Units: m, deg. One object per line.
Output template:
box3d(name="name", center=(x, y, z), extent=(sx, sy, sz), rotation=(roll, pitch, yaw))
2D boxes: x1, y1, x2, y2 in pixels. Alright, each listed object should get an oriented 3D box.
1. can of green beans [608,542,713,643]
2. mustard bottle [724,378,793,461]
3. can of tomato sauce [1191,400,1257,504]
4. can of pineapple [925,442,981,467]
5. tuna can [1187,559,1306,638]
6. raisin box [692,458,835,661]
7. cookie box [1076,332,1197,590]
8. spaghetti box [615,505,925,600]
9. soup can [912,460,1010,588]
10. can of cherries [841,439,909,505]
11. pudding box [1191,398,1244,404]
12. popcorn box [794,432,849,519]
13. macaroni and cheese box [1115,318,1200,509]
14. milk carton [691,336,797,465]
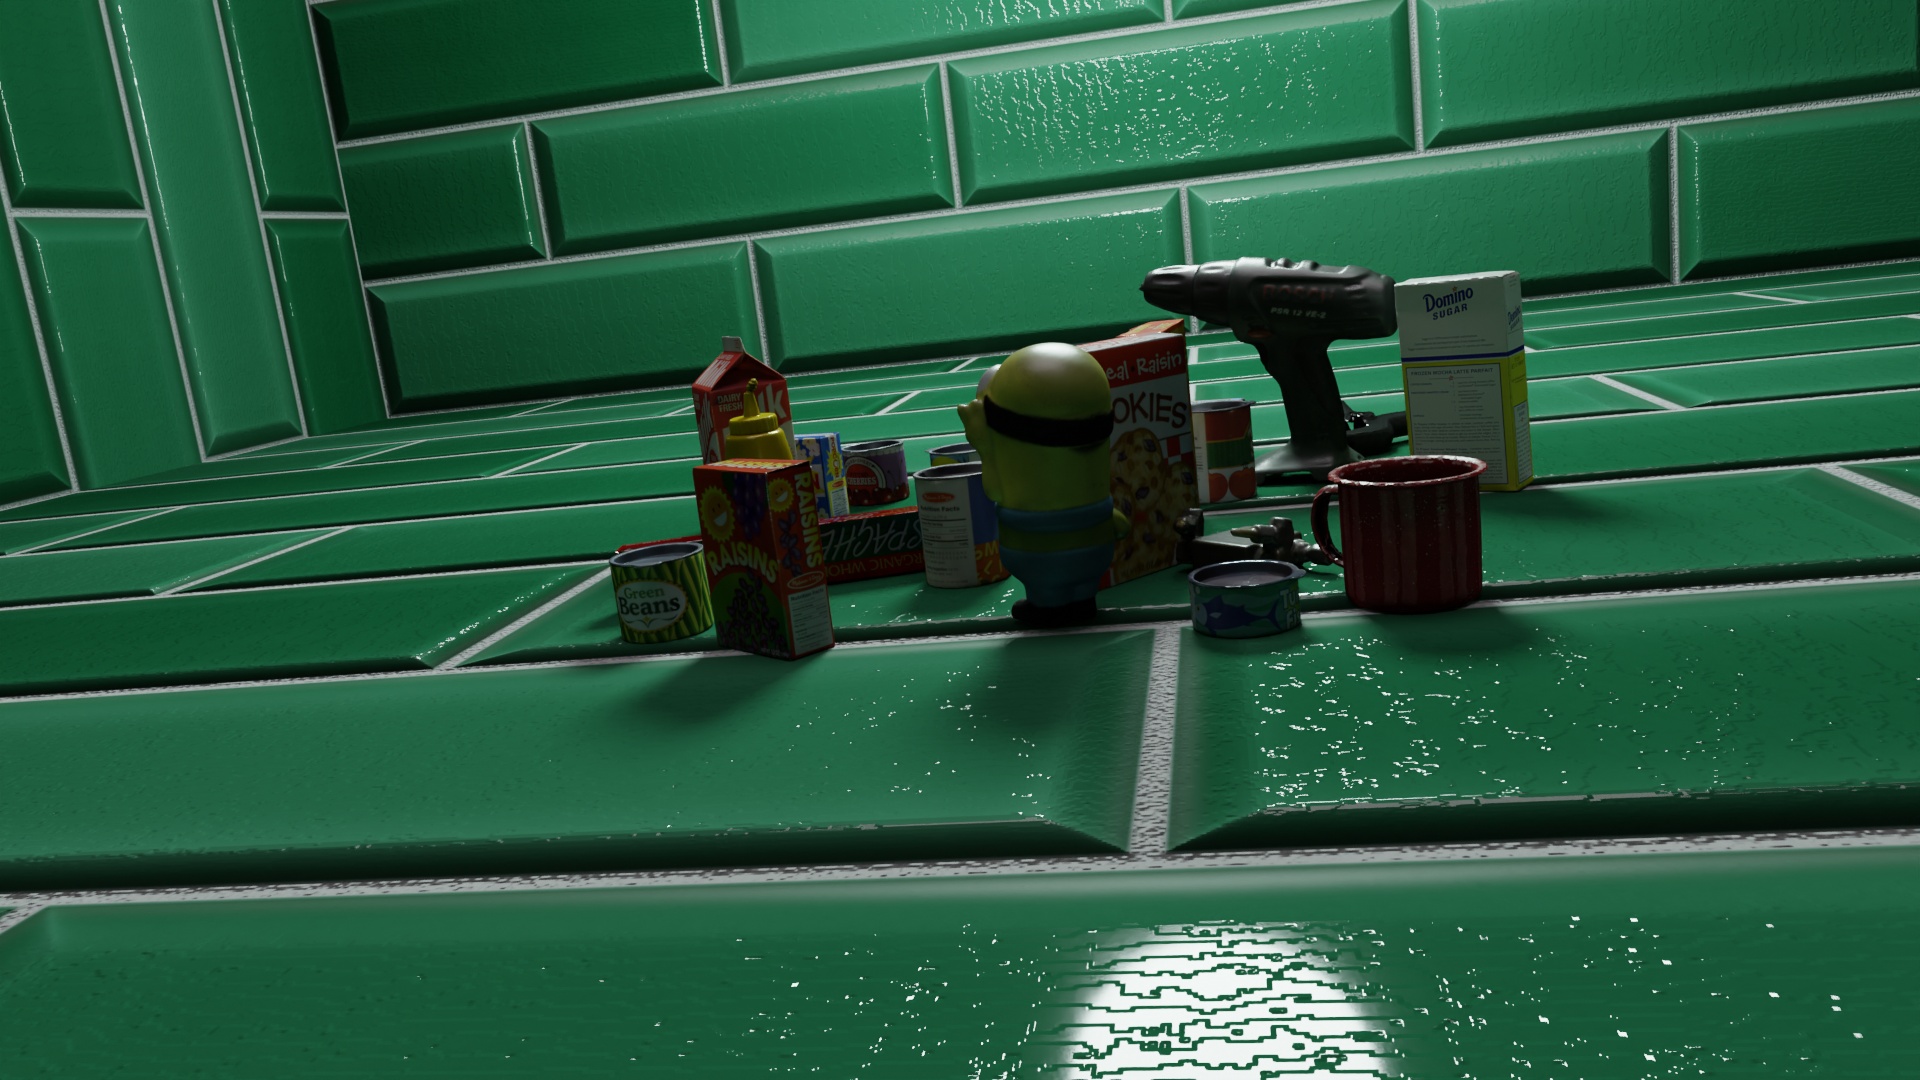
box3d(name="can of green beans", center=(-0.212, 0.037, 0.988), extent=(0.071, 0.057, 0.071), rotation=(-6, 11, 1))
box3d(name="mustard bottle", center=(-0.165, -0.053, 1.138), extent=(0.065, 0.159, 0.049), rotation=(4, 15, 43))
box3d(name="can of tomato sauce", center=(0.230, -0.079, 1.235), extent=(0.071, 0.083, 0.071), rotation=(-6, 11, 1))
box3d(name="can of pineapple", center=(0.004, -0.062, 1.342), extent=(0.071, 0.057, 0.071), rotation=(-6, 11, 1))
box3d(name="tuna can", center=(0.174, 0.035, 0.840), extent=(0.071, 0.032, 0.071), rotation=(-6, 12, 1))
box3d(name="raisin box", center=(-0.128, 0.010, 0.907), extent=(0.040, 0.123, 0.086), rotation=(-17, 15, -41))
box3d(name="cookie box", center=(0.110, -0.057, 0.988), extent=(0.123, 0.167, 0.040), rotation=(-15, 14, -36))
box3d(name="spaghetti box", center=(-0.137, 0.013, 1.079), extent=(0.250, 0.050, 0.029), rotation=(-8, 11, -6))
box3d(name="soup can", center=(0.004, -0.013, 1.041), extent=(0.071, 0.083, 0.071), rotation=(-6, 11, 1))
box3d(name="can of cherries", center=(-0.089, -0.070, 1.430), extent=(0.071, 0.058, 0.071), rotation=(-6, 11, 1))
box3d(name="pudding box", center=(0.273, -0.131, 1.540), extent=(0.083, 0.049, 0.030), rotation=(-3, 12, 19))
box3d(name="popcorn box", center=(-0.175, -0.061, 1.369), extent=(0.126, 0.085, 0.038), rotation=(-1, 13, 28))
box3d(name="macaroni and cheese box", center=(0.158, -0.087, 1.106), extent=(0.040, 0.166, 0.124), rotation=(-3, 12, 18))
box3d(name="milk carton", center=(-0.194, -0.090, 1.262), extent=(0.073, 0.190, 0.072), rotation=(-11, 12, -22))
